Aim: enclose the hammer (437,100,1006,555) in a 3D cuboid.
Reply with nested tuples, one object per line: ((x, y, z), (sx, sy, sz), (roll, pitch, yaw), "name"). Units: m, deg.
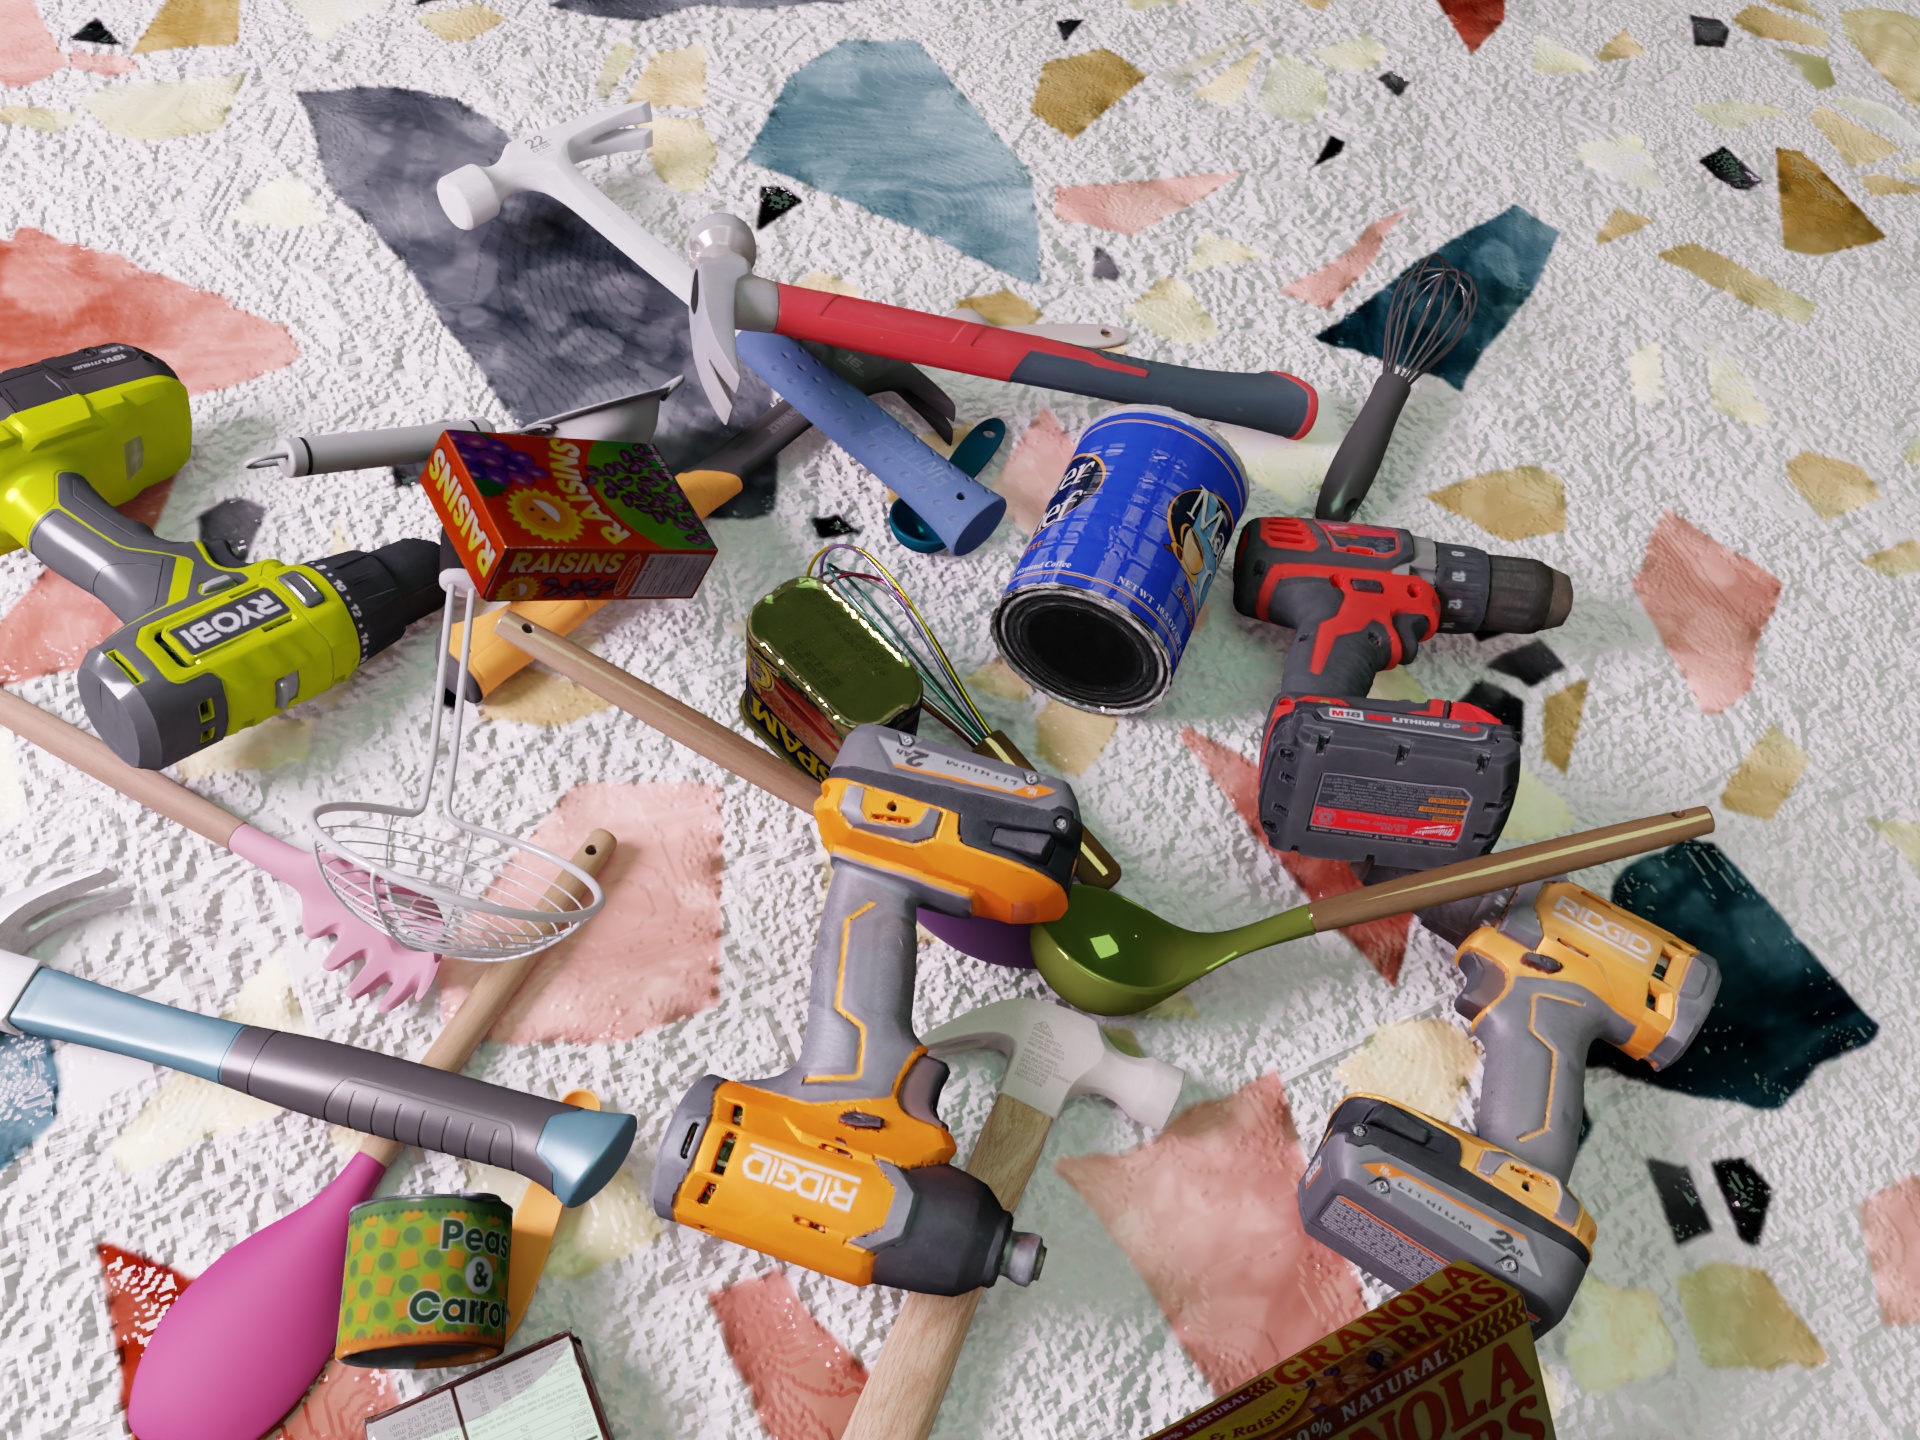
((-0.127, -0.235, 0.934), (0.406, 0.035, 0.144), (42, 63, 19), "hammer")

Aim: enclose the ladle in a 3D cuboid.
((0.189, 0.077, 0.751), (0.320, 0.062, 0.078), (-16, 27, 9), "ladle")

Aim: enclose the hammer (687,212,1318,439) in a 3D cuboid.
((0.039, -0.197, 0.911), (0.386, 0.038, 0.143), (6, 49, -21), "hammer")

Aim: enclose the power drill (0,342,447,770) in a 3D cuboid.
((-0.396, -0.093, 0.819), (0.229, 0.080, 0.190), (40, 47, 15), "power drill")

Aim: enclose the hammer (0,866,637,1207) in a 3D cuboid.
((-0.305, 0.152, 0.697), (0.331, 0.033, 0.128), (13, 58, 7), "hammer")

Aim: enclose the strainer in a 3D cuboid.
((-0.245, -0.146, 0.830), (0.258, 0.087, 0.050), (-18, 97, -43), "strainer")

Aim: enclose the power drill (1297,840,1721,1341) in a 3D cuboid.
((0.241, 0.154, 0.760), (0.185, 0.084, 0.226), (30, 55, 16), "power drill")

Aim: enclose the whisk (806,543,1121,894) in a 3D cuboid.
((-0.002, -0.001, 0.848), (0.047, 0.051, 0.245), (-40, 74, -4), "whisk")

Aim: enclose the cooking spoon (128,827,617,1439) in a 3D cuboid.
((-0.248, 0.175, 0.714), (0.069, 0.017, 0.319), (27, 60, 8), "cooking spoon")

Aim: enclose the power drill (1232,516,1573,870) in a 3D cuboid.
((0.240, -0.026, 0.842), (0.188, 0.080, 0.227), (7, 41, 3), "power drill")

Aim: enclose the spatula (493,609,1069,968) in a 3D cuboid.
((-0.083, 0.033, 0.773), (0.315, 0.018, 0.060), (31, 58, -10), "spatula")

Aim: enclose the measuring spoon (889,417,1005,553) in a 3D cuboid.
((-0.004, -0.138, 0.945), (0.042, 0.021, 0.129), (25, 50, 9), "measuring spoon")

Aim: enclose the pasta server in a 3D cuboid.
((-0.374, 0.046, 0.766), (0.316, 0.060, 0.040), (26, 16, 11), "pasta server")

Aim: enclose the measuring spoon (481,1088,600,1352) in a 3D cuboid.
((-0.185, 0.220, 0.702), (0.021, 0.011, 0.117), (12, 61, 9), "measuring spoon")

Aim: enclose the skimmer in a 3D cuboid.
((-0.231, -0.039, 0.761), (0.127, 0.090, 0.364), (18, 44, -30), "skimmer")

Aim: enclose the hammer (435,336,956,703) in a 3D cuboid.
((-0.151, -0.118, 0.899), (0.127, 0.034, 0.337), (38, 61, 16), "hammer")

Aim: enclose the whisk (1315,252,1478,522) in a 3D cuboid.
((0.273, -0.208, 1.007), (0.055, 0.055, 0.239), (26, 64, 8), "whisk")

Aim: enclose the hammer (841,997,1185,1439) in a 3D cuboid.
((-0.018, 0.267, 0.681), (0.130, 0.031, 0.331), (24, 59, 7), "hammer")

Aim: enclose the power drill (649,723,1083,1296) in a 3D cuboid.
((-0.018, 0.129, 0.693), (0.164, 0.084, 0.227), (17, 67, 9), "power drill")

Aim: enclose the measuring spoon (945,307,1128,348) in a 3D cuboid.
((0.048, -0.251, 1.015), (0.124, 0.018, 0.034), (-1, 59, -9), "measuring spoon")
